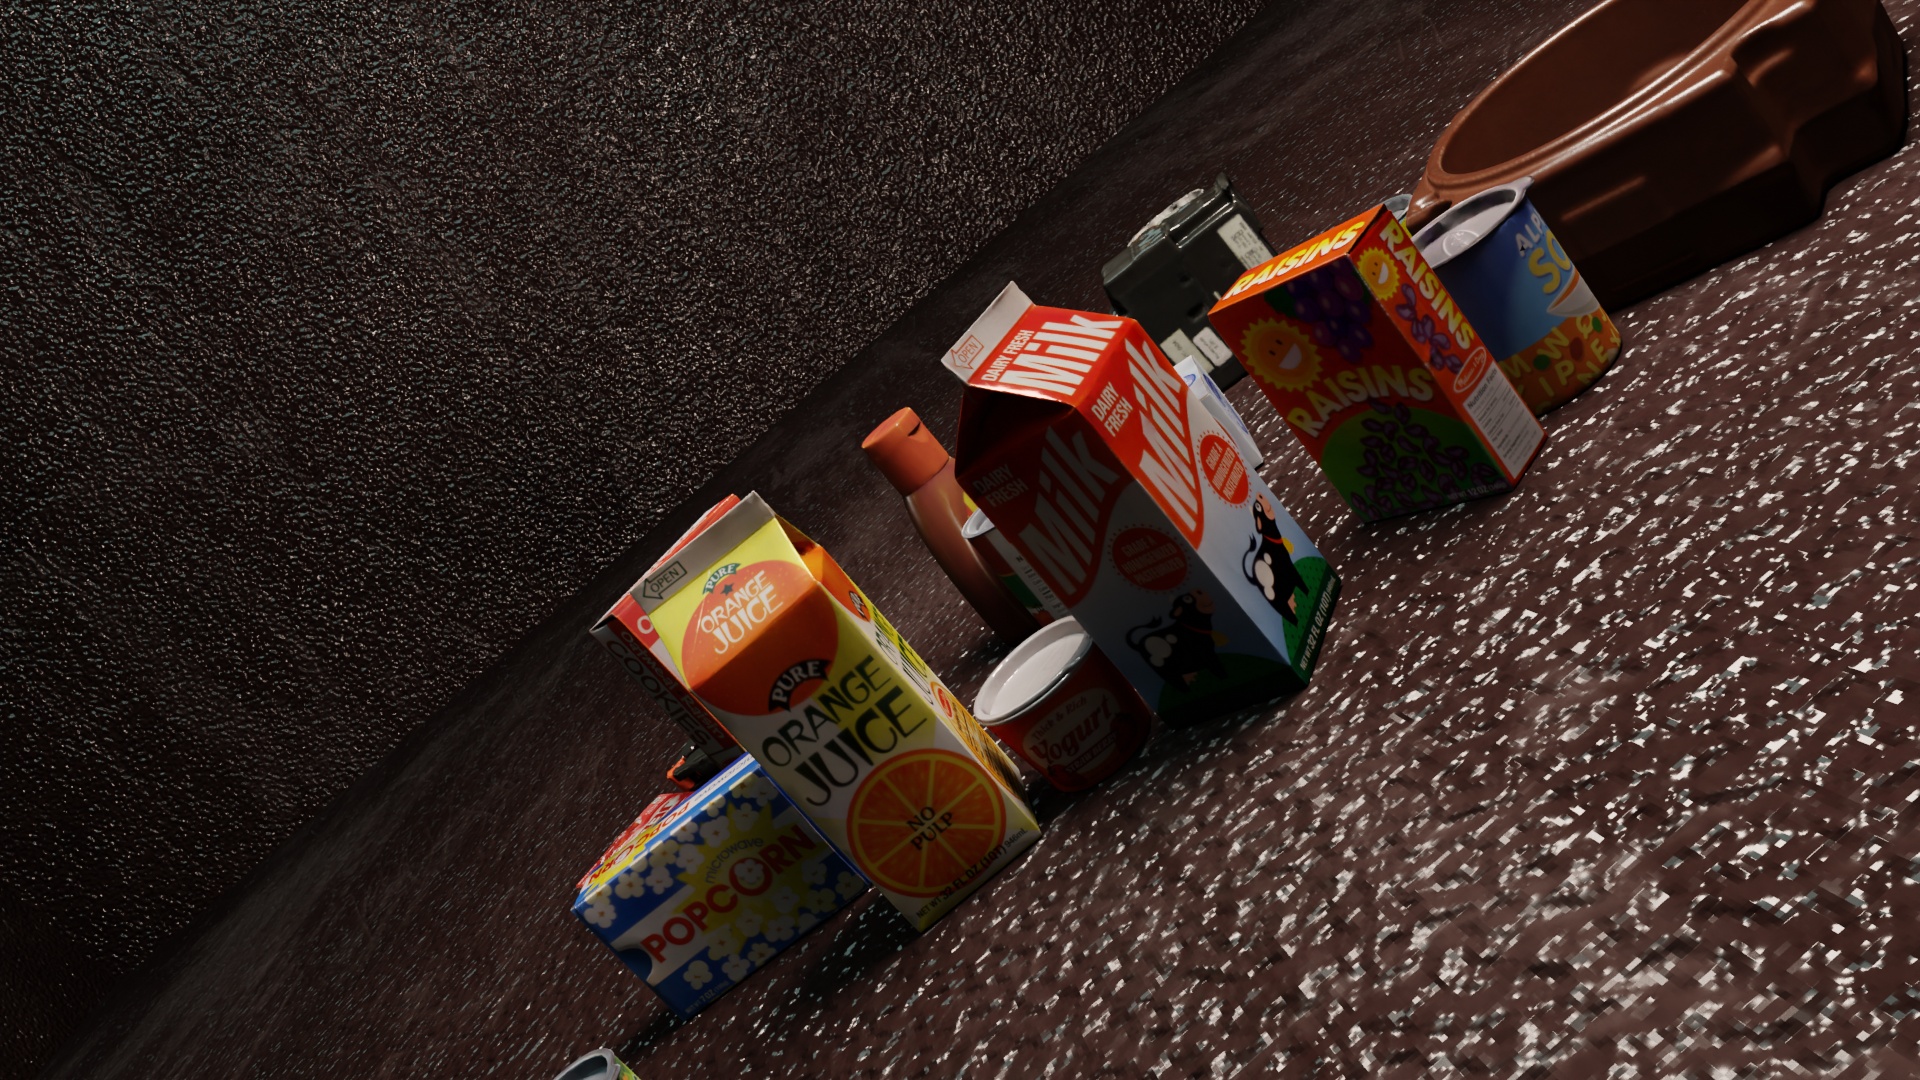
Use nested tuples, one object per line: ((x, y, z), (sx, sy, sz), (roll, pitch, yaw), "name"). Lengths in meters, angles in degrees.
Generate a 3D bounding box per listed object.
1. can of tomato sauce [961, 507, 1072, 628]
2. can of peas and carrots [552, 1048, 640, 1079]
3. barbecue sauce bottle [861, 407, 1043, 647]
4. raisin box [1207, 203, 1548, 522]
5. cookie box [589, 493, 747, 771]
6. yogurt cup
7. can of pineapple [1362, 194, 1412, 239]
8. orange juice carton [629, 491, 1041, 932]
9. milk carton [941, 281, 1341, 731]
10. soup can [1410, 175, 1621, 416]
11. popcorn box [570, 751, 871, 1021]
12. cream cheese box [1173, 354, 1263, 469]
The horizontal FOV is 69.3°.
((0.052, 0.006, 0.766), (0.071, 0.083, 0.071), (-38, 14, 11), "can of tomato sauce")
((-0.146, 0.253, 0.569), (0.071, 0.058, 0.071), (-38, 14, 11), "can of peas and carrots")
((0.003, -0.010, 0.810), (0.043, 0.148, 0.065), (-29, 17, 40), "barbecue sauce bottle")
((0.176, -0.071, 0.592), (0.040, 0.123, 0.086), (-48, 15, -28), "raisin box")
((-0.127, 0.072, 0.860), (0.040, 0.167, 0.123), (-27, 19, 45), "cookie box")
((0.048, 0.075, 0.622), (0.072, 0.054, 0.072), (-38, 14, 11), "yogurt cup")
((0.249, -0.157, 0.809), (0.071, 0.058, 0.071), (-38, 14, 11), "can of pineapple")
((-0.054, 0.071, 0.613), (0.072, 0.192, 0.073), (-40, 13, 3), "orange juice carton")
((0.068, -0.019, 0.575), (0.073, 0.190, 0.073), (-28, 18, 41), "milk carton")
((0.241, -0.105, 0.610), (0.071, 0.083, 0.071), (-38, 14, 11), "soup can")
((-0.117, 0.170, 0.698), (0.126, 0.085, 0.038), (-38, 14, 10), "popcorn box")
((0.148, -0.073, 0.823), (0.024, 0.053, 0.104), (-37, 14, 15), "cream cheese box")
